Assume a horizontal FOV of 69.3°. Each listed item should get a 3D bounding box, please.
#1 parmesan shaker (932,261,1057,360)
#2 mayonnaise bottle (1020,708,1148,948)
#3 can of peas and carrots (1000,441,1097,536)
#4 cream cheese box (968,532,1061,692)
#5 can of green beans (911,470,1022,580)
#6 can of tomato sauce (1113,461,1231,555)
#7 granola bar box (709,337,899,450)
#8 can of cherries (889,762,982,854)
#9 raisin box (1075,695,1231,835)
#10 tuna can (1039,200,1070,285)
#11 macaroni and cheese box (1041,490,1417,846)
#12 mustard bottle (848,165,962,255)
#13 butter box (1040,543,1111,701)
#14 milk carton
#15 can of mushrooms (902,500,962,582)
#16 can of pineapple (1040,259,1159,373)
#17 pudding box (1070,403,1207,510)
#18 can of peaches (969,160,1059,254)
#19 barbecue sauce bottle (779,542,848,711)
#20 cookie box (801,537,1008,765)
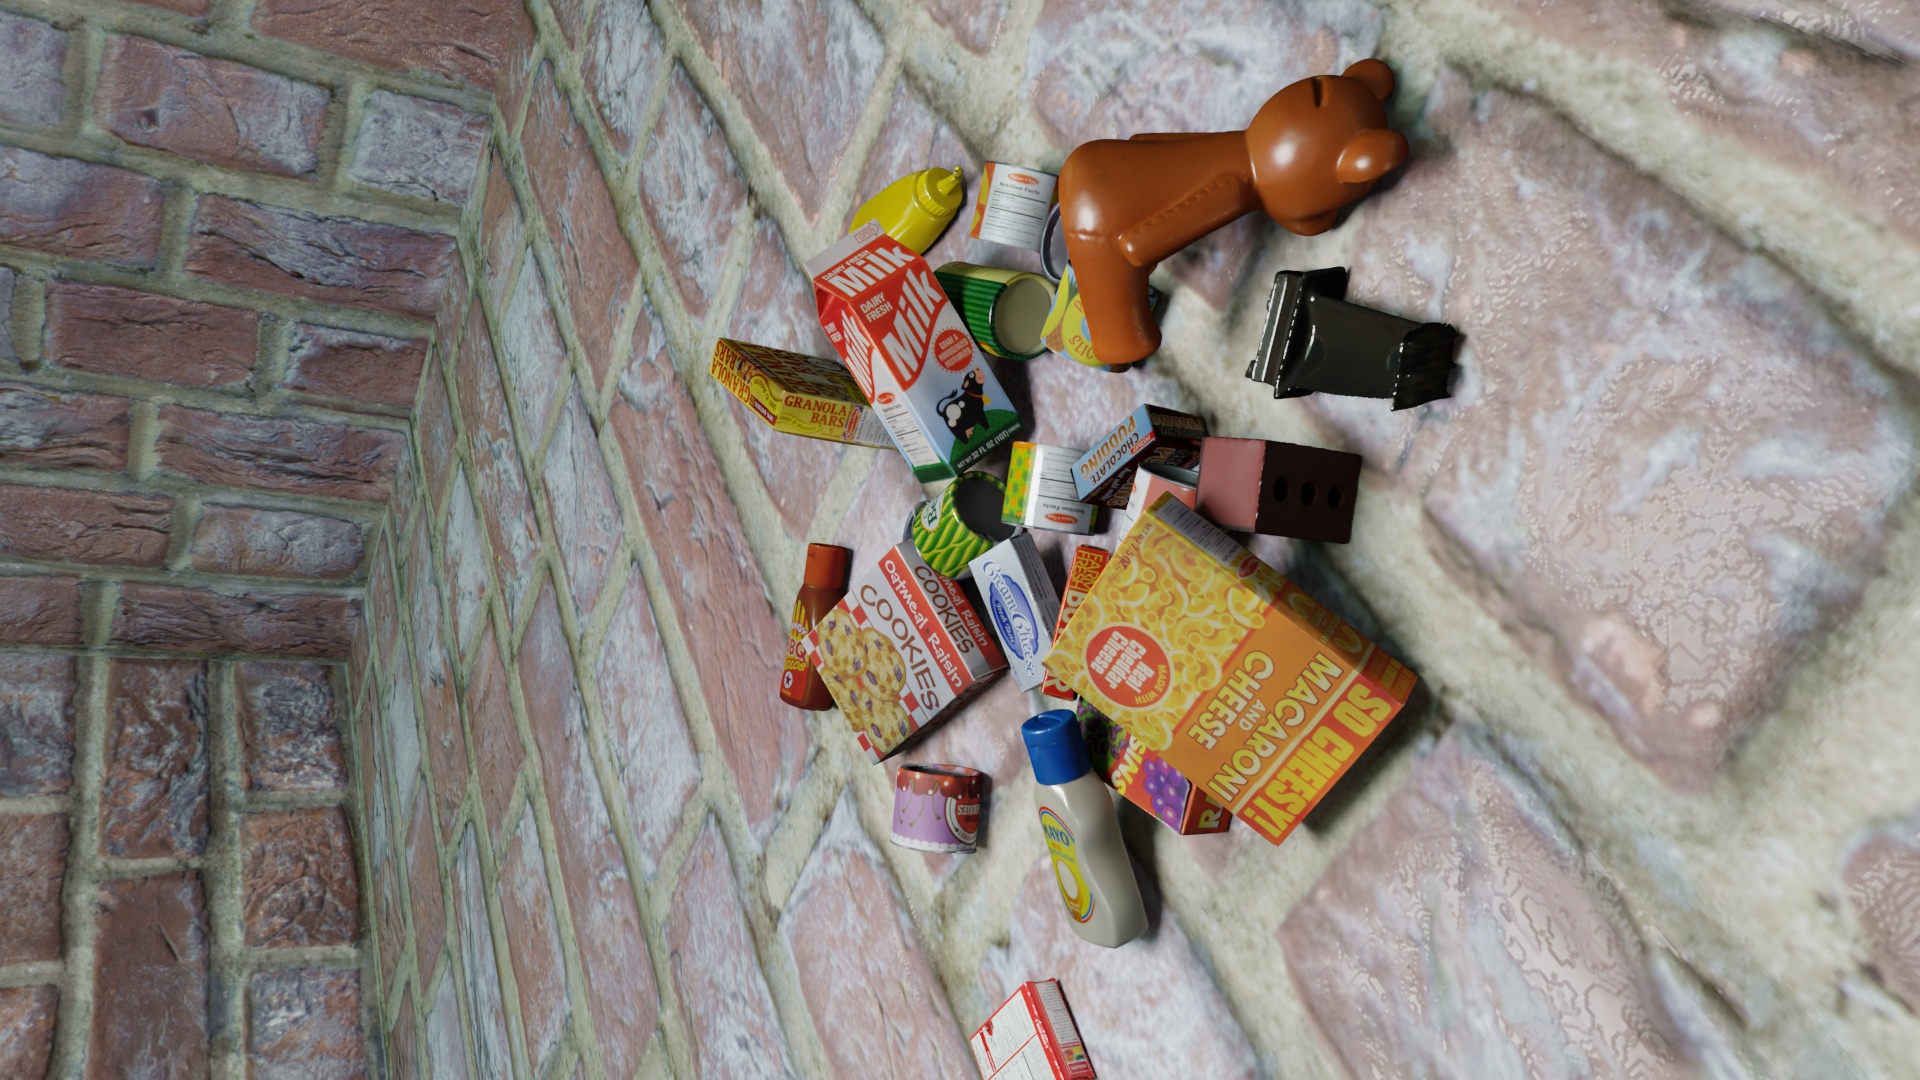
[{"bbox_3d":[0.020,-0.175,1.055,0.103,0.071,0.071,25,106,56],"label":"parmesan shaker"},{"bbox_3d":[0.075,0.182,0.885,0.064,0.041,0.147,2,111,63],"label":"mayonnaise bottle"},{"bbox_3d":[0.064,-0.036,0.969,0.071,0.071,0.058,12,95,57],"label":"can of peas and carrots"},{"bbox_3d":[0.047,0.051,0.993,0.053,0.024,0.104,-34,74,48],"label":"cream cheese box"},{"bbox_3d":[0.006,-0.012,1.053,0.057,0.071,0.071,-41,52,46],"label":"can of green beans"},{"bbox_3d":[0.133,0.001,0.857,0.071,0.071,0.083,33,113,54],"label":"can of tomato sauce"},{"bbox_3d":[-0.138,-0.131,1.243,0.166,0.124,0.039,39,116,53],"label":"granola bar box"},{"bbox_3d":[-0.016,0.202,1.052,0.071,0.071,0.058,1,85,57],"label":"can of cherries"},{"bbox_3d":[0.123,0.120,0.874,0.123,0.040,0.086,26,106,55],"label":"raisin box"},{"bbox_3d":[0.090,-0.212,0.989,0.071,0.033,0.071,-14,73,56],"label":"tuna can"},{"bbox_3d":[0.145,0.071,0.768,0.166,0.040,0.123,38,124,11],"label":"macaroni and cheese box"},{"bbox_3d":[-0.041,-0.279,1.188,0.159,0.049,0.065,-23,66,53],"label":"mustard bottle"},{"bbox_3d":[0.078,0.055,0.932,0.053,0.024,0.103,37,-113,-81],"label":"butter box"},{"bbox_3d":[-0.040,-0.142,1.041,0.190,0.072,0.073,57,159,-11],"label":"milk carton"},{"bbox_3d":[-0.018,0.003,1.118,0.071,0.033,0.071,-12,75,55],"label":"can of mushrooms"},{"bbox_3d":[0.094,-0.152,0.940,0.071,0.071,0.057,47,124,50],"label":"can of pineapple"},{"bbox_3d":[0.117,-0.053,0.905,0.083,0.050,0.030,-41,50,46],"label":"pudding box"},{"bbox_3d":[0.045,-0.247,1.037,0.071,0.071,0.058,29,110,55],"label":"can of peaches"},{"bbox_3d":[-0.131,0.078,1.271,0.065,0.044,0.148,13,96,58],"label":"barbecue sauce bottle"},{"bbox_3d":[-0.048,0.089,1.107,0.166,0.040,0.123,-44,72,44],"label":"cookie box"}]
